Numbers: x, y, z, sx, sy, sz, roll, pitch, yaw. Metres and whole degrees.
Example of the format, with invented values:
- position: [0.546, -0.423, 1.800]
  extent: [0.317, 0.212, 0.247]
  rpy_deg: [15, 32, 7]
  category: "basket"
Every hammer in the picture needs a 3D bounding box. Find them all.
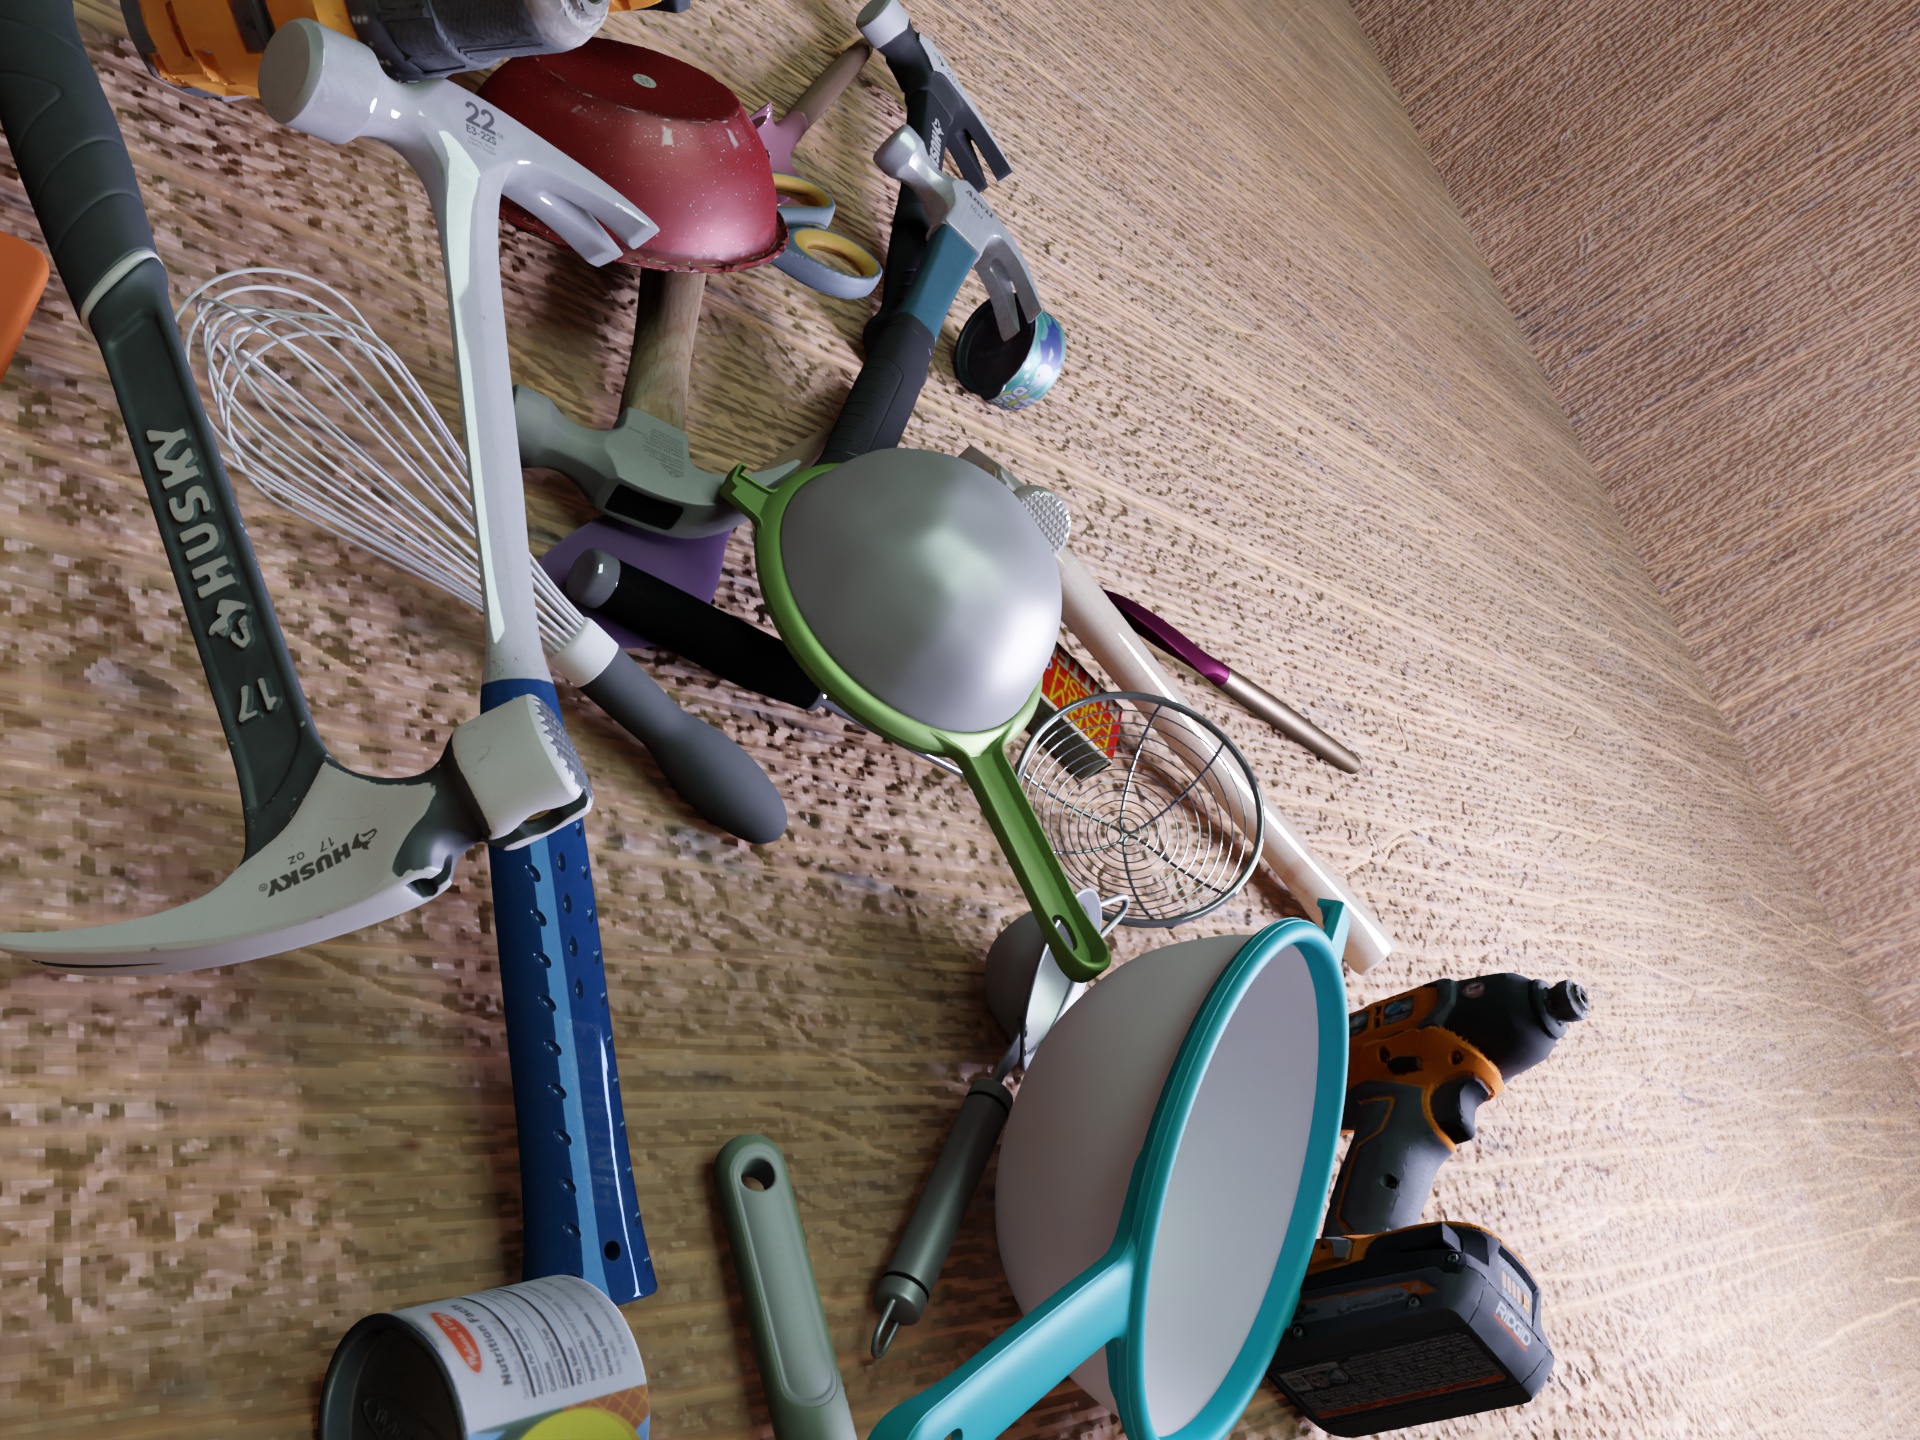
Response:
- position: [-0.030, -0.201, 0.854]
  extent: [0.128, 0.033, 0.331]
  rpy_deg: [40, 41, -21]
  category: "hammer"
- position: [0.129, 0.006, 0.914]
  extent: [0.410, 0.038, 0.146]
  rpy_deg: [48, 1, -26]
  category: "hammer"
- position: [-0.140, -0.021, 0.518]
  extent: [0.144, 0.035, 0.406]
  rpy_deg: [7, 69, -54]
  category: "hammer"
- position: [-0.024, -0.323, 1.012]
  extent: [0.146, 0.035, 0.335]
  rpy_deg: [44, 36, -37]
  category: "hammer"
- position: [-0.136, -0.208, 0.762]
  extent: [0.130, 0.031, 0.332]
  rpy_deg: [24, 41, -26]
  category: "hammer"
- position: [-0.251, -0.111, 0.478]
  extent: [0.409, 0.149, 0.036]
  rpy_deg: [61, -6, 22]
  category: "hammer"

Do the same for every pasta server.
- position: [-0.088, -0.380, 0.985]
  extent: [0.316, 0.040, 0.060]
  rpy_deg: [-73, 145, -53]
  category: "pasta server"

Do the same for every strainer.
- position: [0.014, -0.019, 0.658]
  extent: [0.151, 0.069, 0.257]
  rpy_deg: [-5, 61, -46]
  category: "strainer"
- position: [0.012, 0.149, 0.653]
  extent: [0.258, 0.050, 0.086]
  rpy_deg: [-58, 155, -50]
  category: "strainer"
- position: [0.041, 0.179, 0.579]
  extent: [0.340, 0.095, 0.211]
  rpy_deg: [-9, 107, -57]
  category: "strainer"

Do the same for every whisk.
- position: [-0.039, 0.247, 0.494]
  extent: [0.057, 0.059, 0.247]
  rpy_deg: [-6, 59, -25]
  category: "whisk"
- position: [-0.160, -0.047, 0.579]
  extent: [0.284, 0.070, 0.070]
  rpy_deg: [46, 33, -26]
  category: "whisk"

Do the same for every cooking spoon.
- position: [0.182, -0.021, 1.036]
  extent: [0.318, 0.017, 0.069]
  rpy_deg: [28, 6, -44]
  category: "cooking spoon"

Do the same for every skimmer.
- position: [-0.001, -0.002, 0.710]
  extent: [0.363, 0.090, 0.127]
  rpy_deg: [28, 54, -40]
  category: "skimmer"

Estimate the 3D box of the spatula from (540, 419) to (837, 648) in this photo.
- position: [-0.094, -0.108, 0.754]
  extent: [0.059, 0.018, 0.316]
  rpy_deg: [53, 33, -9]
  category: "spatula"

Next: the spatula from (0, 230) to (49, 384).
- position: [-0.288, 0.000, 0.375]
  extent: [0.081, 0.041, 0.323]
  rpy_deg: [10, 54, -28]
  category: "spatula"

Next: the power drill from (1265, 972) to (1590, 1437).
- position: [0.229, 0.216, 0.773]
  extent: [0.084, 0.164, 0.227]
  rpy_deg: [48, 35, -17]
  category: "power drill"

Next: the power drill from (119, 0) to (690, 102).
- position: [-0.176, -0.298, 0.616]
  extent: [0.226, 0.185, 0.084]
  rpy_deg: [-56, 145, -48]
  category: "power drill"
